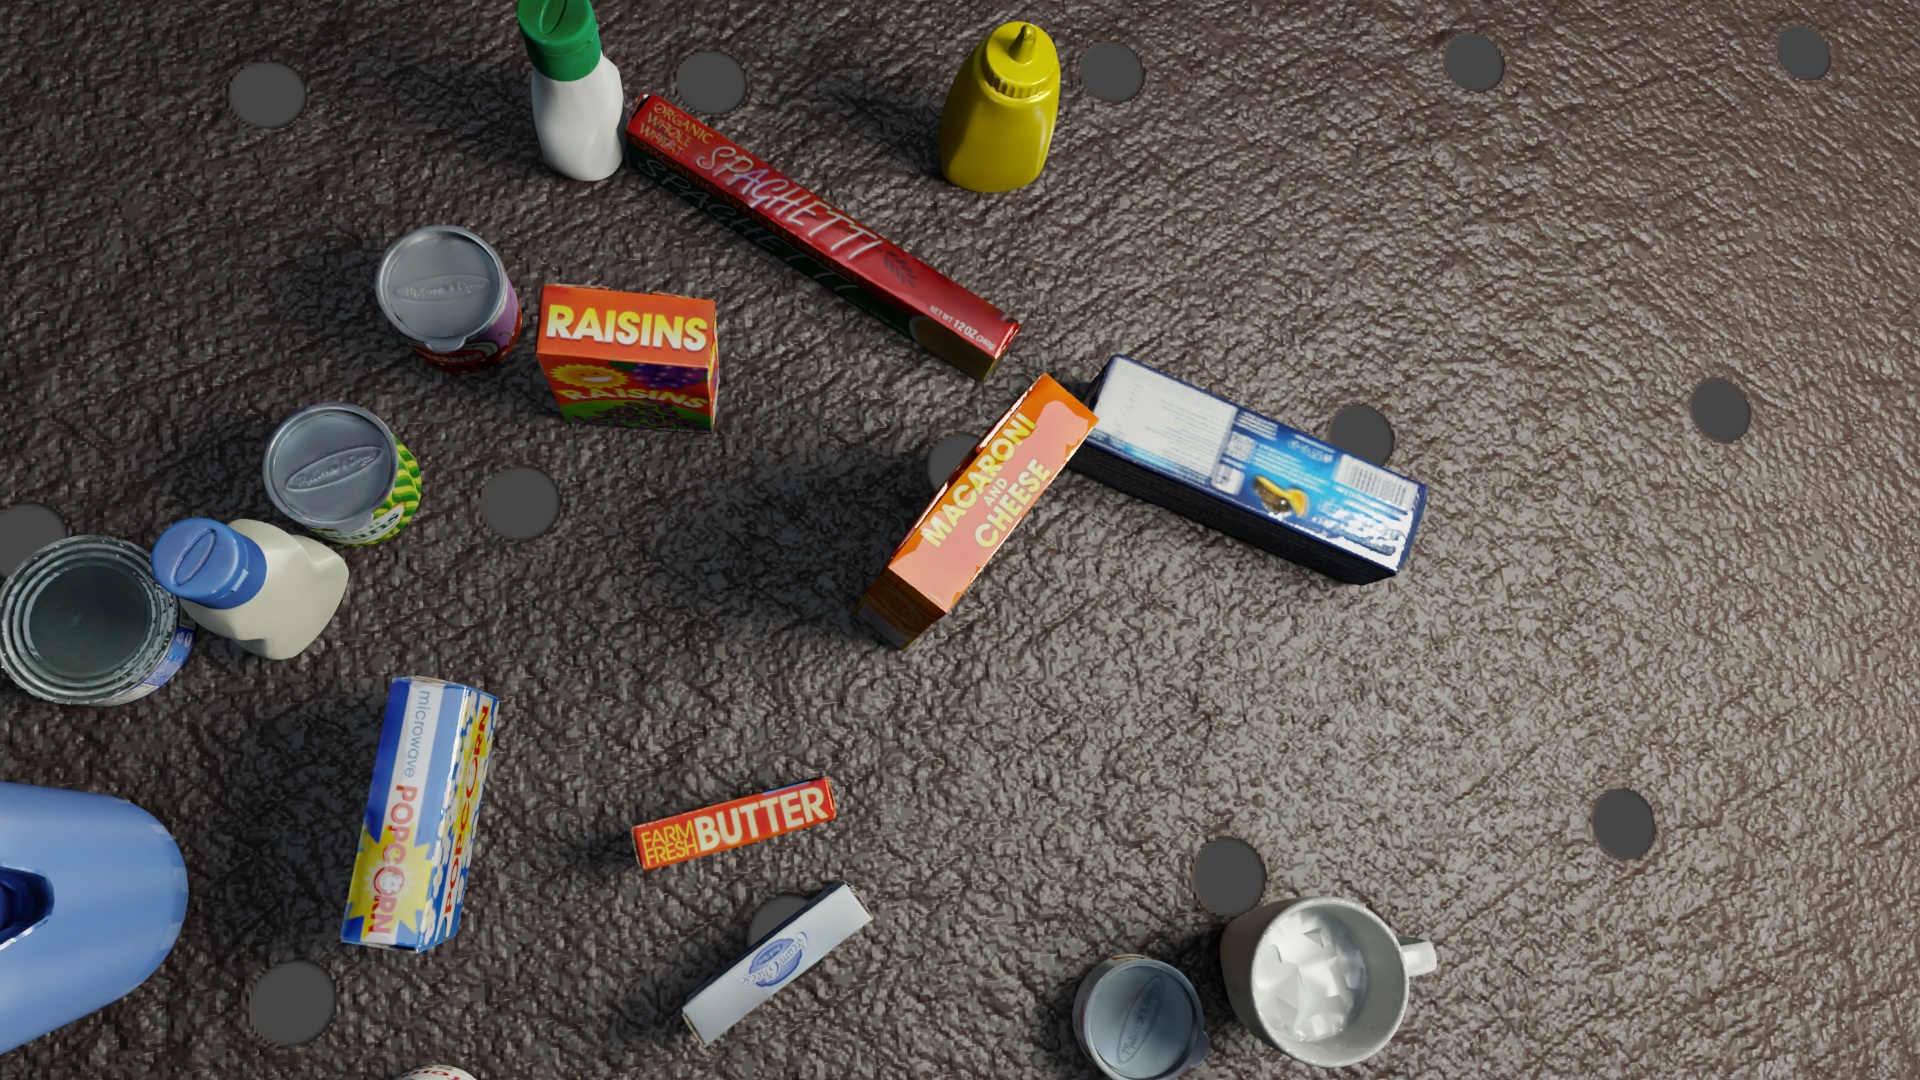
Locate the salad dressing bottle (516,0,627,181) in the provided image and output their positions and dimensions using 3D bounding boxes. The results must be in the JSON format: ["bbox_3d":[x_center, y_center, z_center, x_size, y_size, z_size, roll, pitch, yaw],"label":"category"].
[{"bbox_3d":[-0.208,-0.245,0.746,0.044,0.147,0.064,17,77,-5],"label":"salad dressing bottle"}]

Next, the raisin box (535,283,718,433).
[{"bbox_3d":[-0.172,-0.093,0.734,0.086,0.123,0.040,5,79,-8],"label":"raisin box"}]

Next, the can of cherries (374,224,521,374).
[{"bbox_3d":[-0.278,-0.127,0.757,0.071,0.058,0.071,2,79,-9],"label":"can of cherries"}]

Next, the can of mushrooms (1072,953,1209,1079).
[{"bbox_3d":[0.097,0.260,0.752,0.071,0.033,0.071,2,79,-9],"label":"can of mushrooms"}]

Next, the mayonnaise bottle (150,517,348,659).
[{"bbox_3d":[-0.342,0.020,0.671,0.041,0.147,0.065,29,76,-3],"label":"mayonnaise bottle"}]

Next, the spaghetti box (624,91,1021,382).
[{"bbox_3d":[-0.081,-0.173,0.802,0.250,0.050,0.029,32,76,-2],"label":"spaghetti box"}]

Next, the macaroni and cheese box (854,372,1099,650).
[{"bbox_3d":[0.003,-0.009,0.722,0.040,0.166,0.124,39,76,0],"label":"macaroni and cheese box"}]

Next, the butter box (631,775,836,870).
[{"bbox_3d":[-0.118,0.148,0.730,0.104,0.053,0.024,-13,82,-11],"label":"butter box"}]

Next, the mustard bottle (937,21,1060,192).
[{"bbox_3d":[0.026,-0.247,0.777,0.065,0.160,0.049,2,79,-9],"label":"mustard bottle"}]

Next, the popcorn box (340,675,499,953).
[{"bbox_3d":[-0.266,0.135,0.692,0.038,0.085,0.127,8,78,-7],"label":"popcorn box"}]

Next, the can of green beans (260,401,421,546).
[{"bbox_3d":[-0.324,-0.033,0.731,0.071,0.057,0.071,2,79,-9],"label":"can of green beans"}]

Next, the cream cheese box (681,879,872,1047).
[{"bbox_3d":[-0.095,0.216,0.720,0.104,0.053,0.024,-35,86,-14],"label":"cream cheese box"}]
